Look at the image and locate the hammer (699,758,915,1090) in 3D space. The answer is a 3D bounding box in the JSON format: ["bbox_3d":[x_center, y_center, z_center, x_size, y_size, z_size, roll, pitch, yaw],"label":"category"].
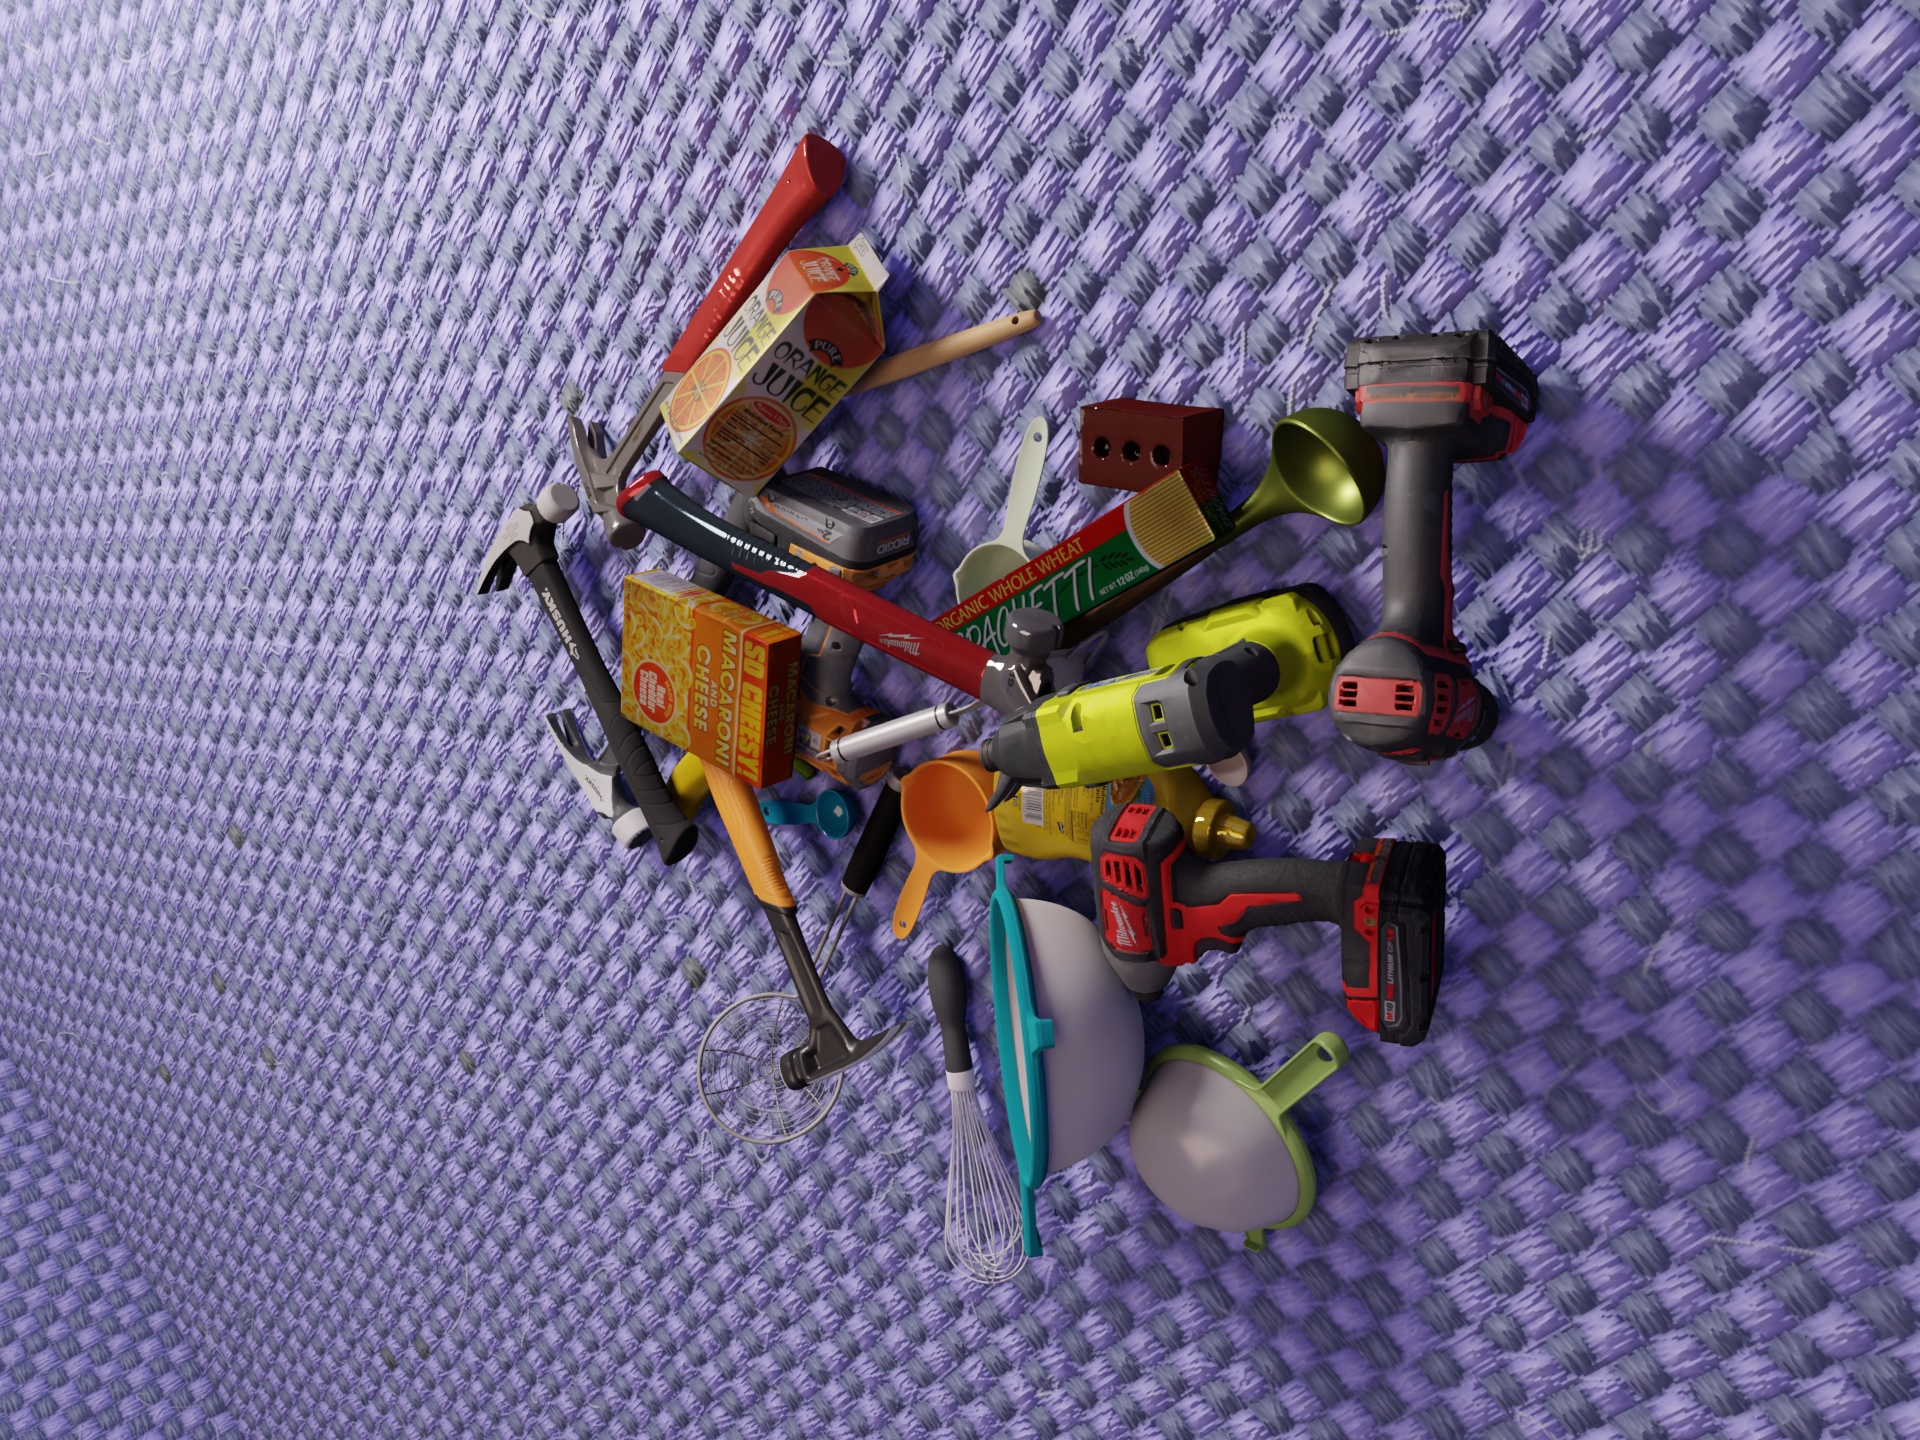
[{"bbox_3d":[-0.153,0.123,1.285,0.127,0.034,0.337,-31,77,31],"label":"hammer"}]

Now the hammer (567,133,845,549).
[{"bbox_3d":[-0.201,-0.304,1.232,0.359,0.036,0.149,-48,51,33],"label":"hammer"}]

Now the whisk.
[{"bbox_3d":[0.004,0.319,1.283,0.070,0.070,0.284,-5,97,39],"label":"whisk"}]

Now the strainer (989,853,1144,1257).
[{"bbox_3d":[0.083,0.274,1.167,0.095,0.211,0.340,-7,123,-4],"label":"strainer"}]

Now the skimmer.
[{"bbox_3d":[-0.117,0.197,1.310,0.127,0.090,0.363,27,120,4],"label":"skimmer"}]

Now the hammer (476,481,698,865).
[{"bbox_3d":[-0.317,-0.028,1.385,0.146,0.035,0.335,-32,82,39],"label":"hammer"}]

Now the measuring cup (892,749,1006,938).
[{"bbox_3d":[-0.009,0.098,1.221,0.095,0.052,0.173,39,127,23],"label":"measuring cup"}]

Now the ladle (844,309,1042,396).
[{"bbox_3d":[-0.071,-0.252,1.168,0.315,0.031,0.069,-9,83,37],"label":"ladle"}]

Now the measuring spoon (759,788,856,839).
[{"bbox_3d":[-0.127,0.076,1.332,0.129,0.021,0.042,-1,97,47],"label":"measuring spoon"}]

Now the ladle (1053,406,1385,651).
[{"bbox_3d":[0.142,-0.102,1.035,0.320,0.062,0.078,-33,97,42],"label":"ladle"}]

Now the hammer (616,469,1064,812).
[{"bbox_3d":[-0.101,-0.076,1.130,0.386,0.038,0.143,27,122,27],"label":"hammer"}]

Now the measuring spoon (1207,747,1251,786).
[{"bbox_3d":[0.151,0.005,1.092,0.124,0.018,0.034,33,137,33],"label":"measuring spoon"}]

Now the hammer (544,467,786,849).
[{"bbox_3d":[-0.246,-0.067,1.362,0.149,0.036,0.408,48,127,16],"label":"hammer"}]

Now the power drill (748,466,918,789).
[{"bbox_3d":[-0.123,-0.078,1.236,0.185,0.084,0.226,27,124,30],"label":"power drill"}]

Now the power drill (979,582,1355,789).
[{"bbox_3d":[0.129,-0.015,0.962,0.171,0.223,0.080,-13,96,40],"label":"power drill"}]

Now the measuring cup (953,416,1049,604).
[{"bbox_3d":[0.047,-0.132,1.111,0.083,0.038,0.167,27,118,29],"label":"measuring cup"}]

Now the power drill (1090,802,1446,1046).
[{"bbox_3d":[0.192,0.133,1.019,0.220,0.078,0.143,6,121,23],"label":"power drill"}]

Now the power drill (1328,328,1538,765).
[{"bbox_3d":[0.268,-0.087,0.888,0.080,0.187,0.227,4,89,33],"label":"power drill"}]

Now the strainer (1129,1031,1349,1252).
[{"bbox_3d":[0.183,0.279,1.071,0.151,0.069,0.256,49,147,16],"label":"strainer"}]

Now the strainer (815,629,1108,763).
[{"bbox_3d":[-0.002,-0.004,1.140,0.258,0.086,0.050,-18,74,31],"label":"strainer"}]
